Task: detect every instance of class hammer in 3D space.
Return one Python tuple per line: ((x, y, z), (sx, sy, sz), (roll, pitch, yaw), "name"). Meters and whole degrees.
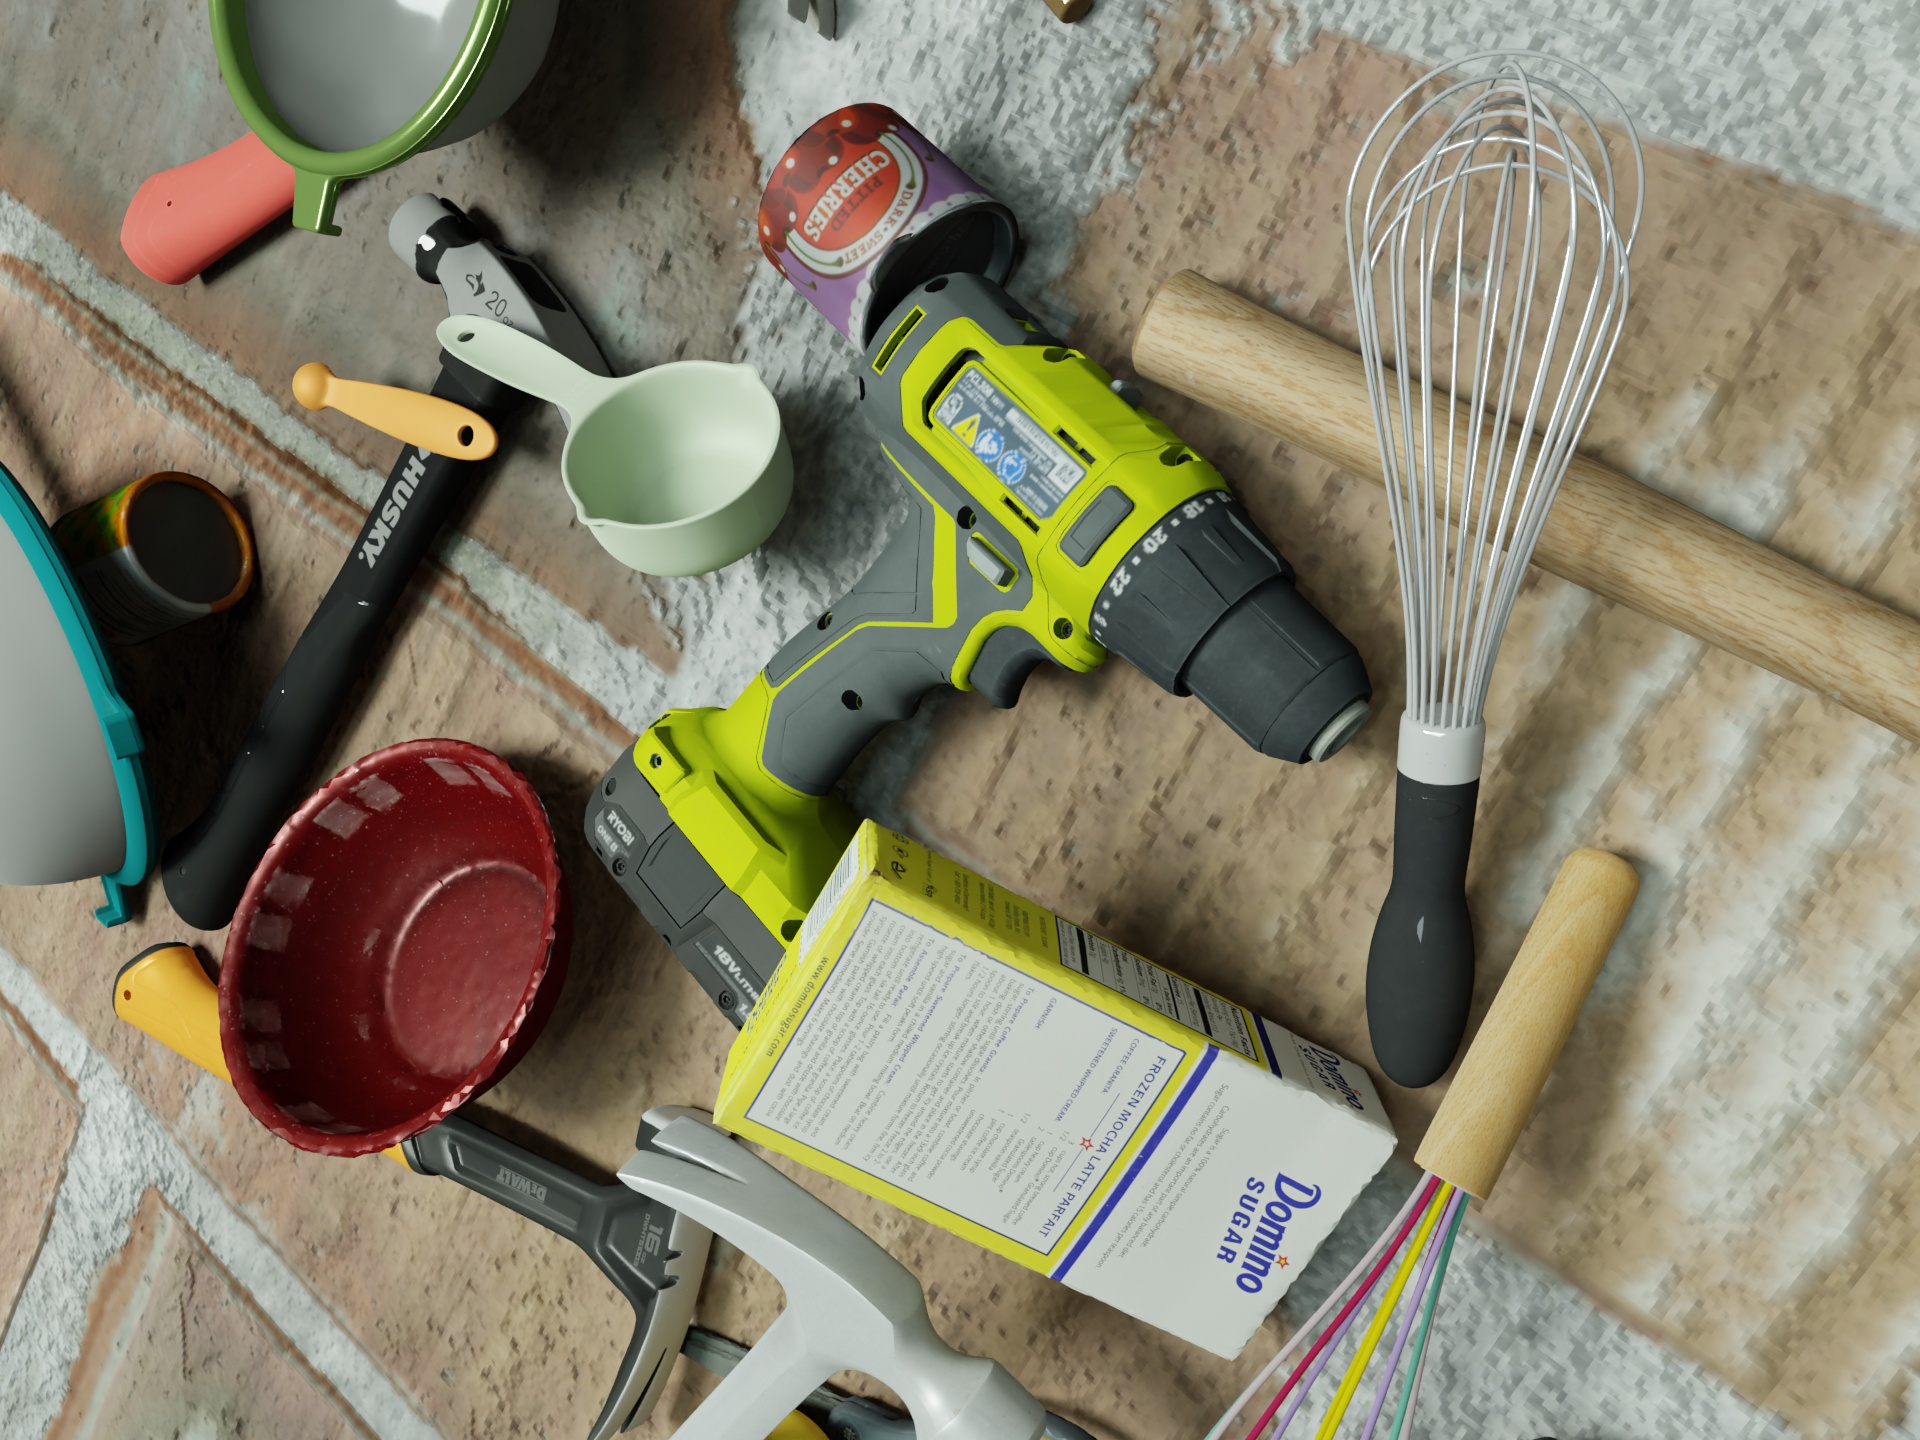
((0.190, -0.047, 0.431), (0.331, 0.031, 0.130), (33, 107, 24), "hammer")
((-0.246, 0.172, 0.669), (0.337, 0.034, 0.127), (16, 93, 28), "hammer")
((-0.133, 0.295, 0.569), (0.144, 0.035, 0.405), (42, 121, 9), "hammer")
((-0.213, -0.260, 0.641), (0.359, 0.036, 0.149), (-21, 81, 27), "hammer")
((-0.254, -0.040, 0.670), (0.146, 0.035, 0.334), (44, 110, 21), "hammer")

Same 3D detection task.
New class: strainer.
((-0.479, -0.060, 0.705), (0.340, 0.095, 0.211), (54, 141, 10), "strainer")
((-0.218, -0.311, 0.584), (0.151, 0.069, 0.256), (-34, 75, 26), "strainer")

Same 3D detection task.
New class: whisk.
((0.129, -0.024, 0.421), (0.070, 0.070, 0.284), (11, 115, 28), "whisk")
((0.123, 0.146, 0.438), (0.051, 0.047, 0.245), (23, 82, 48), "whisk")

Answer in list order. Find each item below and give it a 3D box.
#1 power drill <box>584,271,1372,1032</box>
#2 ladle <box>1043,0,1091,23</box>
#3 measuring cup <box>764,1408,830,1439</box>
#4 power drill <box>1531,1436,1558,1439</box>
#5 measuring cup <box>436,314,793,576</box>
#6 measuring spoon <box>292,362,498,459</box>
((-0.001, -0.002, 0.511), (0.191, 0.080, 0.228), (47, 109, 20), "power drill")
((-0.050, -0.364, 0.540), (0.078, 0.062, 0.320), (-35, 78, 14), "ladle")
((-0.023, 0.283, 0.546), (0.156, 0.029, 0.062), (17, 114, 21), "measuring cup")
((0.152, 0.335, 0.417), (0.188, 0.080, 0.227), (-38, 71, 6), "power drill")
((-0.129, -0.104, 0.569), (0.168, 0.038, 0.083), (30, 67, 29), "measuring cup")
((-0.225, -0.122, 0.626), (0.117, 0.011, 0.021), (20, 101, 28), "measuring spoon")
